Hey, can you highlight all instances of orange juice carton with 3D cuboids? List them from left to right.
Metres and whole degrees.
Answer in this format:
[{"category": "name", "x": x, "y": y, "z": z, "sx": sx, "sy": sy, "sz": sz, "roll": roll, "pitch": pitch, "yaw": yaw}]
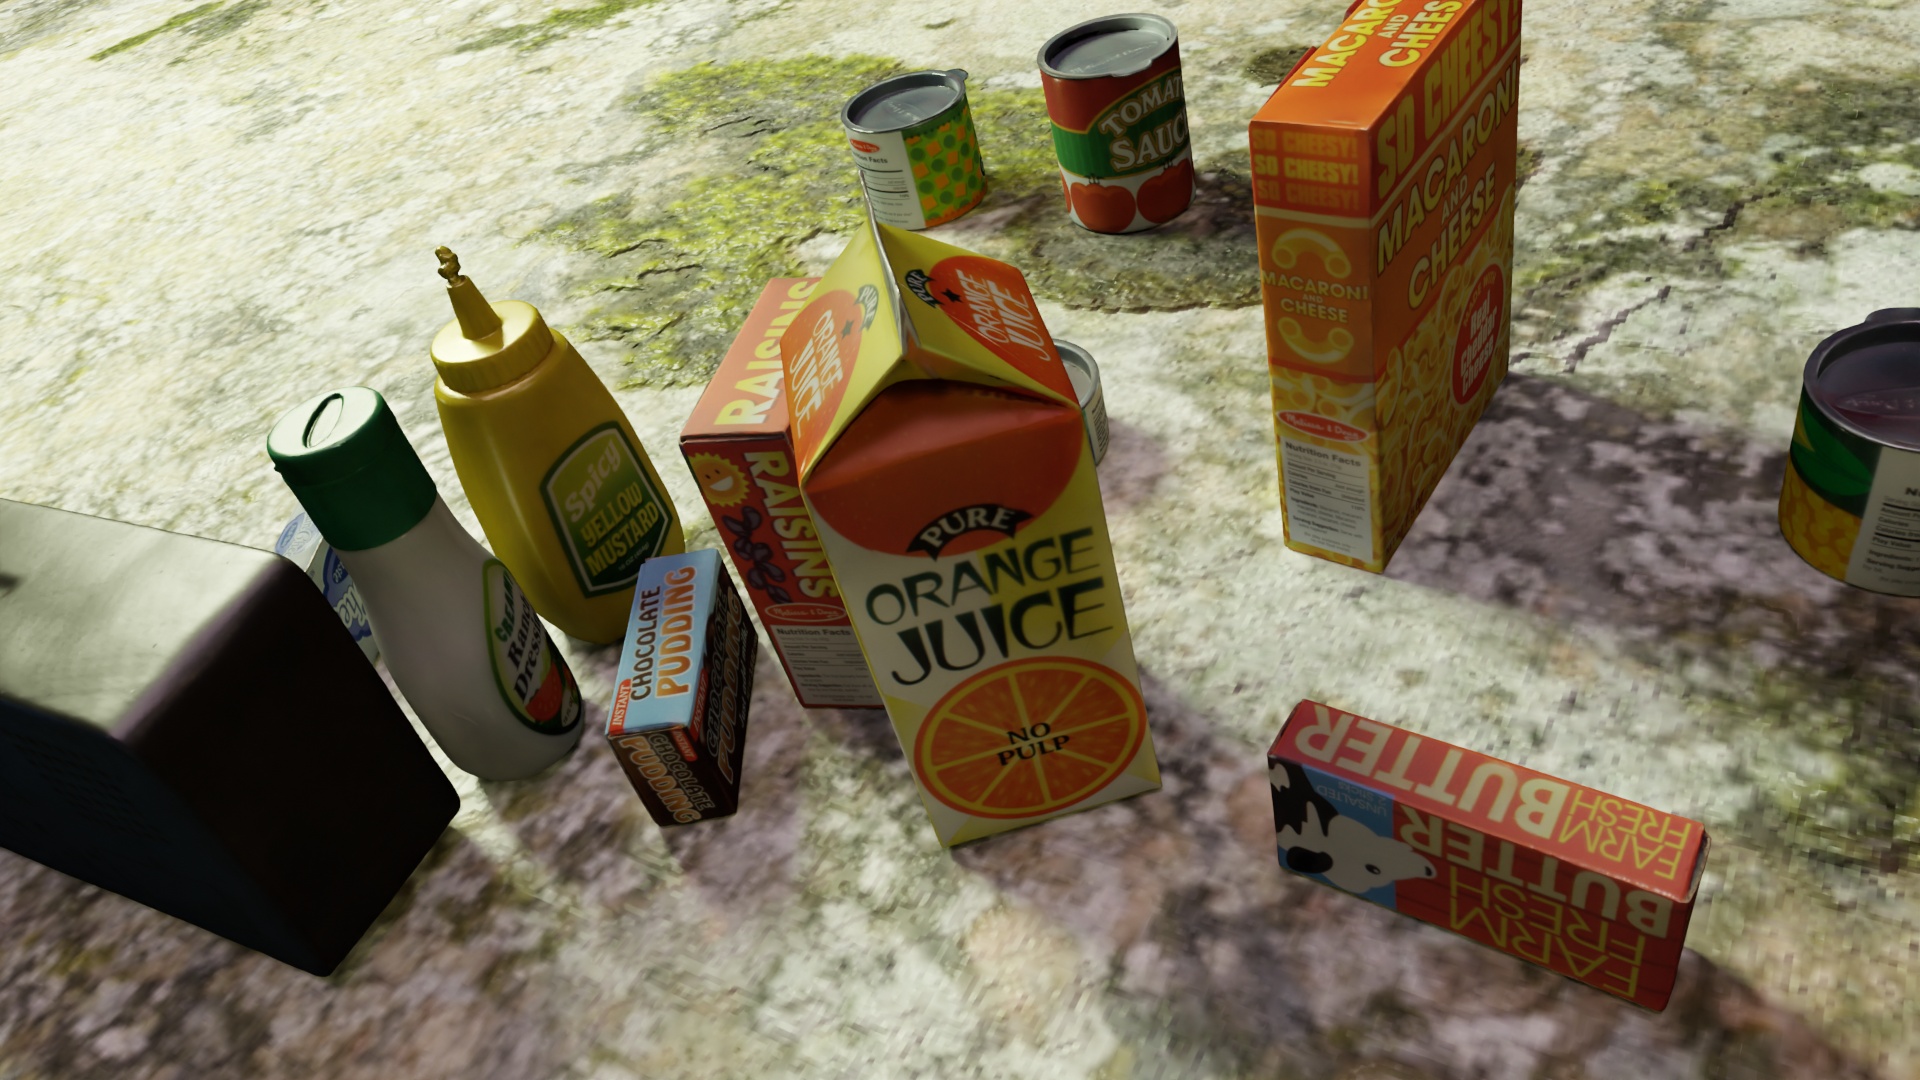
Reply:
[{"category": "orange juice carton", "x": 0.001, "y": -0.005, "z": 0.391, "sx": 0.073, "sy": 0.191, "sz": 0.072, "roll": -16, "pitch": 40, "yaw": 1}]

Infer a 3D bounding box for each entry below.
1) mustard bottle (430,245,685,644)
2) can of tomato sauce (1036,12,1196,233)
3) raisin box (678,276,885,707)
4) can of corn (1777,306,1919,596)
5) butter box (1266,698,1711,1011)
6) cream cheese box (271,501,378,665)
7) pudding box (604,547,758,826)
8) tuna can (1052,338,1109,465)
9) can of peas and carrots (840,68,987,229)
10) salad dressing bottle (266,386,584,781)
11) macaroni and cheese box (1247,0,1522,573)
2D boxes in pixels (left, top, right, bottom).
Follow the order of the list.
[{"category": "mustard bottle", "x": -0.151, "y": -0.034, "z": 0.501, "sx": 0.049, "sy": 0.159, "sz": 0.065, "roll": 15, "pitch": 50, "yaw": 32}, {"category": "can of tomato sauce", "x": 0.078, "y": -0.200, "z": 0.669, "sx": 0.071, "sy": 0.082, "sz": 0.071, "roll": -10, "pitch": 41, "yaw": 9}, {"category": "raisin box", "x": -0.044, "y": -0.015, "z": 0.471, "sx": 0.040, "sy": 0.122, "sz": 0.086, "roll": 0, "pitch": 43, "yaw": 19}, {"category": "can of corn", "x": 0.289, "y": -0.027, "z": 0.422, "sx": 0.071, "sy": 0.058, "sz": 0.071, "roll": -10, "pitch": 41, "yaw": 9}, {"category": "butter box", "x": 0.133, "y": 0.079, "z": 0.359, "sx": 0.103, "sy": 0.053, "sz": 0.024, "roll": 16, "pitch": 50, "yaw": 33}, {"category": "cream cheese box", "x": -0.252, "y": 0.015, "z": 0.561, "sx": 0.024, "sy": 0.053, "sz": 0.104, "roll": -11, "pitch": 41, "yaw": 8}, {"category": "pudding box", "x": -0.093, "y": 0.048, "z": 0.473, "sx": 0.030, "sy": 0.049, "sz": 0.084, "roll": -10, "pitch": 41, "yaw": 8}, {"category": "tuna can", "x": 0.023, "y": -0.049, "z": 0.556, "sx": 0.071, "sy": 0.032, "sz": 0.071, "roll": -10, "pitch": 41, "yaw": 8}, {"category": "can of peas and carrots", "x": -0.021, "y": -0.206, "z": 0.728, "sx": 0.071, "sy": 0.058, "sz": 0.071, "roll": -10, "pitch": 41, "yaw": 9}, {"category": "salad dressing bottle", "x": -0.173, "y": 0.018, "z": 0.459, "sx": 0.044, "sy": 0.147, "sz": 0.064, "roll": -13, "pitch": 40, "yaw": 4}, {"category": "macaroni and cheese box", "x": 0.144, "y": -0.091, "z": 0.460, "sx": 0.040, "sy": 0.165, "sz": 0.124, "roll": 17, "pitch": 51, "yaw": 33}]
